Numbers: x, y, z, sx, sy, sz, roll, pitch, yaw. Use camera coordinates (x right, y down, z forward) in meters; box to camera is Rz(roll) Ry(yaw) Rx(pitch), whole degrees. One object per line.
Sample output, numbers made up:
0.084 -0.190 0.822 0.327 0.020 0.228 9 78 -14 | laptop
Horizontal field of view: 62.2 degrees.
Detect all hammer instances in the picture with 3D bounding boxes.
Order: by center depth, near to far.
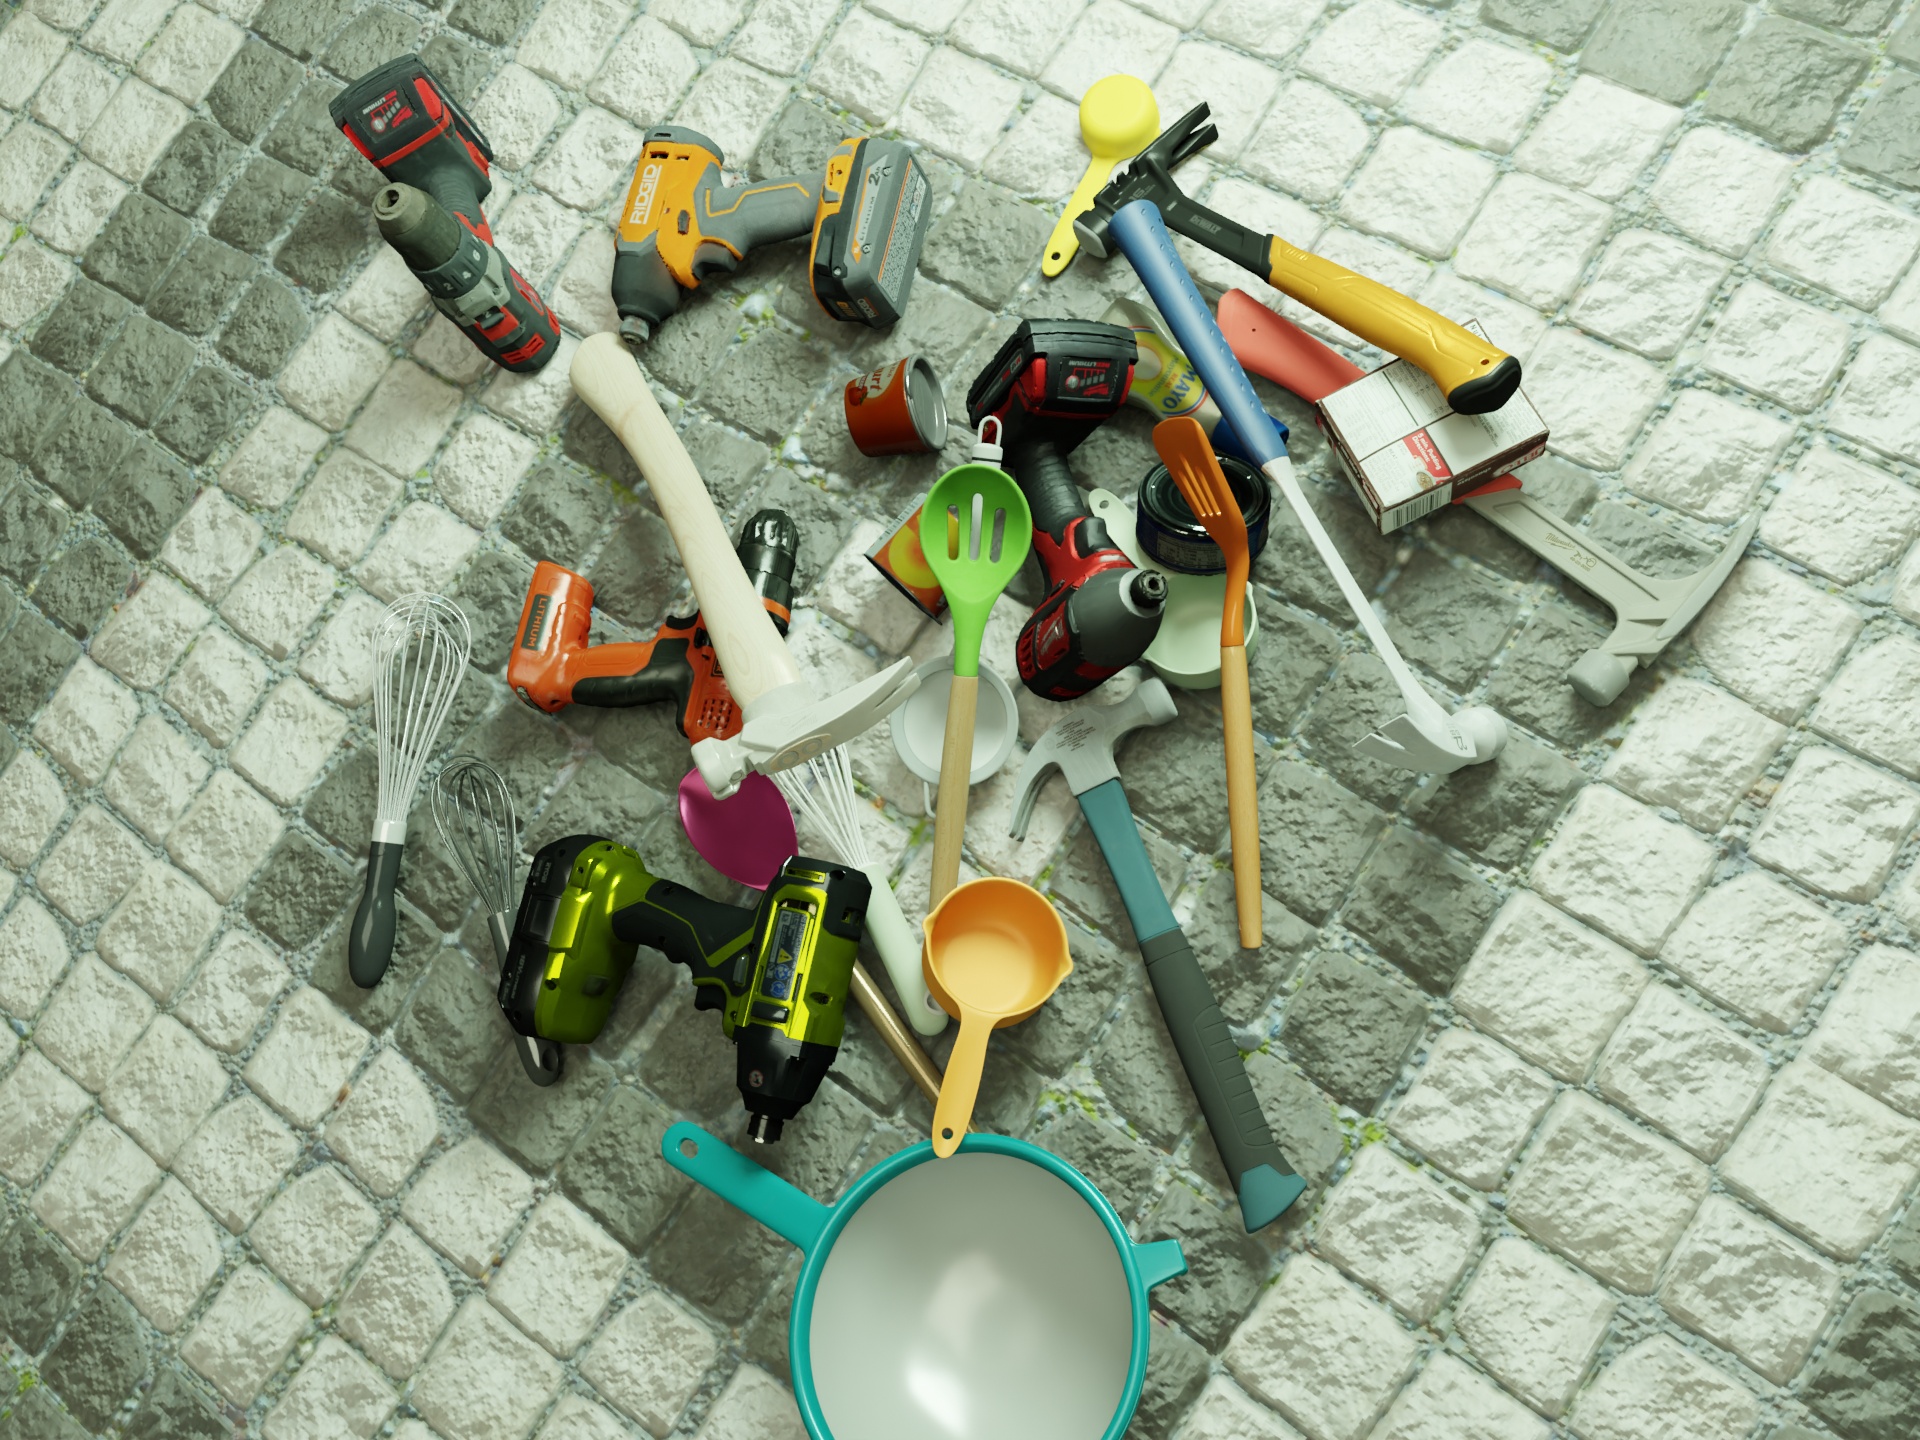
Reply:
0.194 -0.147 0.962 0.035 0.144 0.406 -37 72 34 | hammer
0.128 0.144 0.973 0.128 0.033 0.331 -25 72 11 | hammer
0.310 -0.172 1.008 0.359 0.036 0.149 42 89 20 | hammer
0.221 -0.289 1.012 0.127 0.034 0.337 -44 54 -3 | hammer
-0.171 -0.135 1.077 0.146 0.038 0.411 -27 57 -5 | hammer

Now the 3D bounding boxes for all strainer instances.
-0.036 0.333 0.948 0.341 0.095 0.211 22 74 31 | strainer
0.006 -0.066 1.026 0.087 0.050 0.258 10 100 15 | strainer

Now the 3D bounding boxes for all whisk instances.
-0.068 0.092 1.036 0.059 0.057 0.246 -42 67 39 | whisk
-0.314 0.135 1.089 0.055 0.055 0.239 -22 75 8 | whisk
-0.402 0.047 1.131 0.070 0.070 0.285 5 82 16 | whisk

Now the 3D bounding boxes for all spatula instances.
0.156 -0.020 0.956 0.041 0.081 0.322 -6 96 -11 | spatula

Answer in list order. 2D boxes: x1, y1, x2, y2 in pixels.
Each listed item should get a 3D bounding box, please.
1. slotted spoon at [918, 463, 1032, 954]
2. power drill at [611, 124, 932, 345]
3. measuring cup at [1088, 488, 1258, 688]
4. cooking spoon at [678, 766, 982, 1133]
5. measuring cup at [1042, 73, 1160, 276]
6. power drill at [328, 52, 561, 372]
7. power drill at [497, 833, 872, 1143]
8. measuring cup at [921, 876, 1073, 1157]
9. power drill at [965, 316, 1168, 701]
-0.002 -0.003 1.002 0.070 0.031 0.313 6 98 1 | slotted spoon
-0.148 -0.343 1.149 0.226 0.084 0.164 10 79 21 | power drill
0.132 -0.088 1.037 0.083 0.038 0.168 -33 58 1 | measuring cup
-0.085 0.147 1.039 0.069 0.017 0.319 -37 70 -6 | cooking spoon
0.091 -0.386 1.121 0.062 0.029 0.156 22 81 19 | measuring cup
-0.386 -0.381 1.166 0.080 0.187 0.227 -29 67 5 | power drill
-0.175 0.162 1.008 0.223 0.080 0.171 7 78 26 | power drill
0.008 0.183 0.966 0.095 0.052 0.174 17 66 -1 | measuring cup
0.073 -0.134 1.002 0.078 0.143 0.220 -2 74 -24 | power drill
